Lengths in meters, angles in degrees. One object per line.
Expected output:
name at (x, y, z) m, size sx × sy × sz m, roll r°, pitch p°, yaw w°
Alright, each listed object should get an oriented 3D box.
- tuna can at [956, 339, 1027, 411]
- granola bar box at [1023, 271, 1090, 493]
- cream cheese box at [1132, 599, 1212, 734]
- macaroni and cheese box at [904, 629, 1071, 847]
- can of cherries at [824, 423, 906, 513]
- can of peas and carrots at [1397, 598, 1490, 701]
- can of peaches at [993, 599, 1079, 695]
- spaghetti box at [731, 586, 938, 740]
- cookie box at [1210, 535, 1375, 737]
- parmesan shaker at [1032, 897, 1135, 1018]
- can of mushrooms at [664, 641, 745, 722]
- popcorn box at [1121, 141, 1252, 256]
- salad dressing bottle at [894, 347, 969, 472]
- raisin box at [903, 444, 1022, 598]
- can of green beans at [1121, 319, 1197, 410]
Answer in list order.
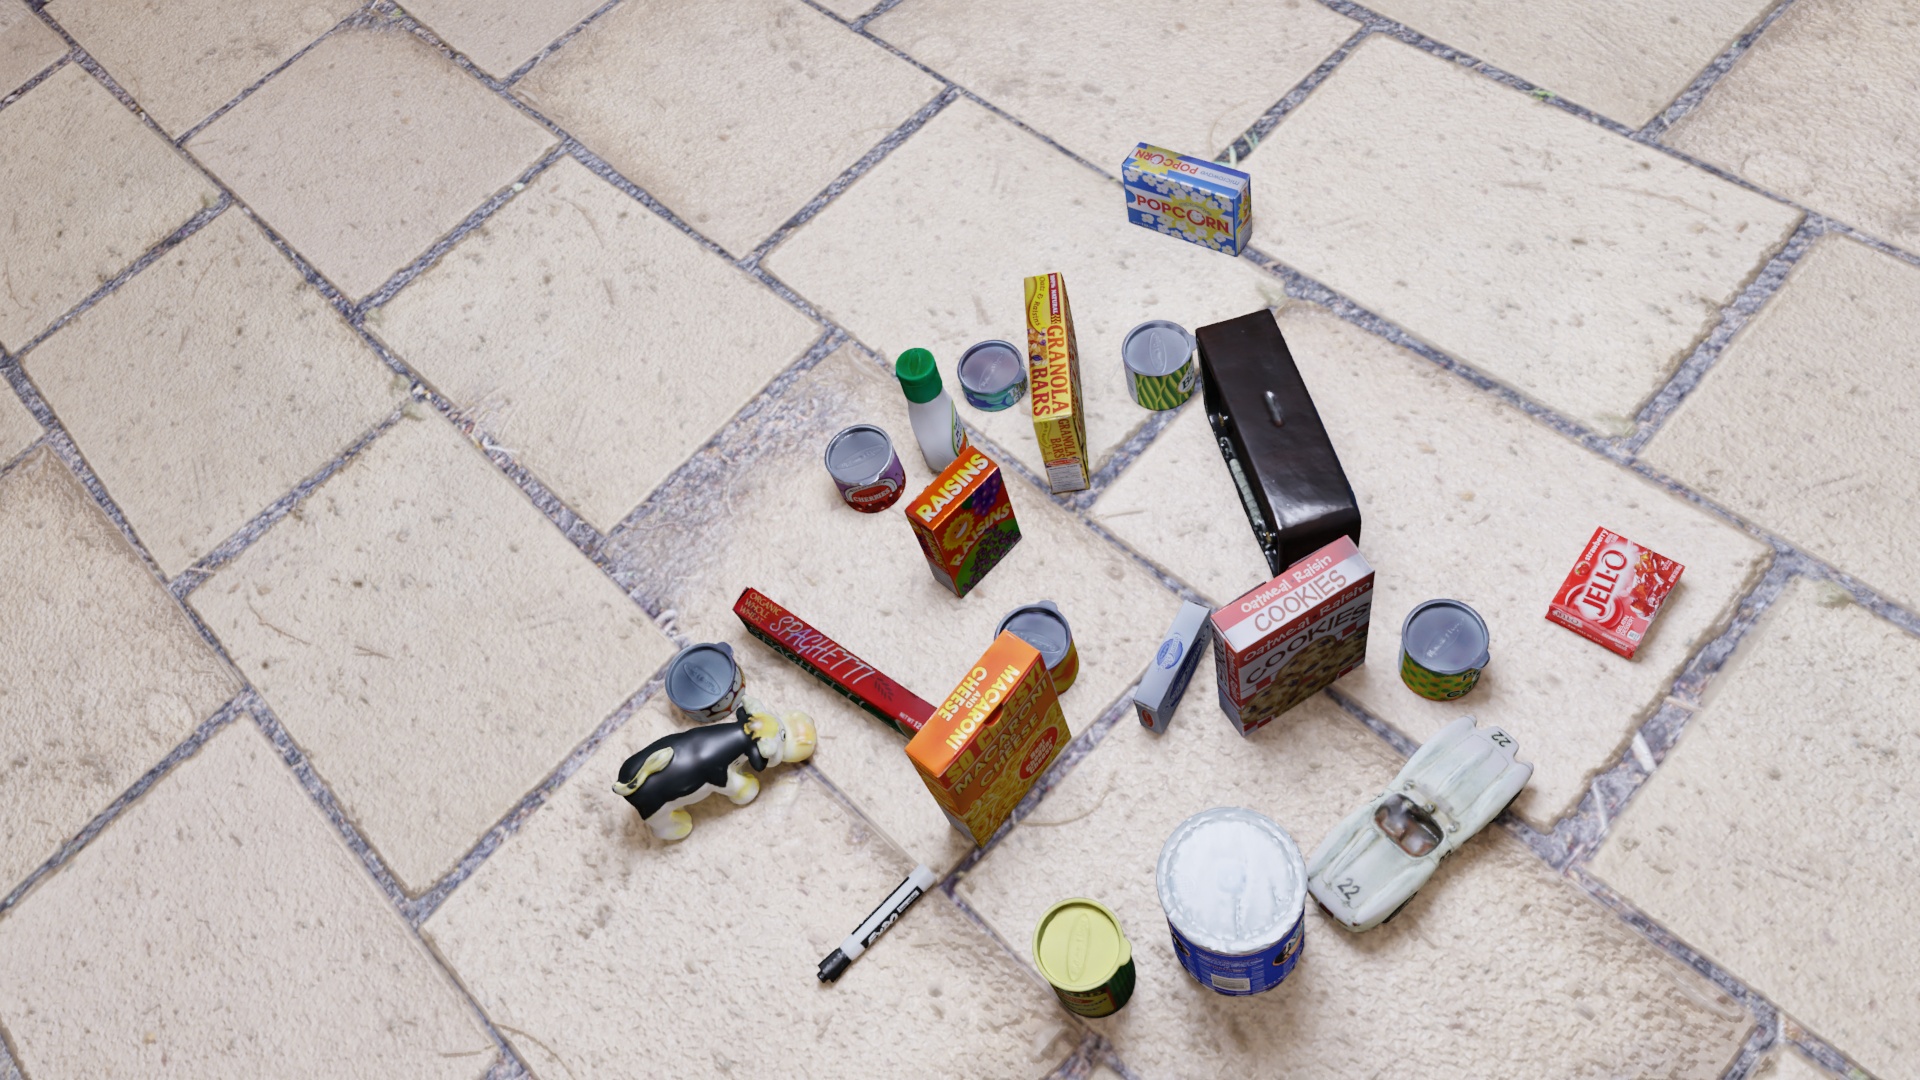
tuna can at (0.034, -0.161, 1.364) m, size 0.071 × 0.032 × 0.071 m, roll -6°, pitch 59°, yaw 10°
granola bar box at (0.090, -0.146, 1.288) m, size 0.039 × 0.123 × 0.166 m, roll -7°, pitch 59°, yaw 9°
cream cheese box at (0.178, 0.105, 1.160) m, size 0.024 × 0.053 × 0.104 m, roll 22°, pitch 67°, yaw 24°
macaroni and cheese box at (0.027, 0.160, 1.096) m, size 0.040 × 0.165 × 0.124 m, roll 32°, pitch 72°, yaw 27°
can of cherries at (-0.089, -0.066, 1.321) m, size 0.071 × 0.058 × 0.072 m, roll -6°, pitch 59°, yaw 10°
can of peas and carrots at (0.390, 0.090, 1.117) m, size 0.071 × 0.058 × 0.071 m, roll -6°, pitch 59°, yaw 10°
can of peaches at (0.067, 0.094, 1.190) m, size 0.071 × 0.057 × 0.071 m, roll -6°, pitch 59°, yaw 10°
spaghetti box at (-0.100, 0.117, 1.220) m, size 0.250 × 0.050 × 0.029 m, roll 30°, pitch 71°, yaw 26°
cookie box at (0.260, 0.078, 1.090) m, size 0.123 × 0.166 × 0.040 m, roll -31°, pitch 58°, yaw -6°
parmesan shaker at (0.096, 0.311, 1.028) m, size 0.071 × 0.102 × 0.071 m, roll -6°, pitch 59°, yaw 10°
can of mushrooms at (-0.228, 0.127, 1.253) m, size 0.071 × 0.033 × 0.071 m, roll -6°, pitch 59°, yaw 10°
popcorn box at (0.229, -0.343, 1.396) m, size 0.127 × 0.085 × 0.038 m, roll 25°, pitch 69°, yaw 25°
salad dressing bottle at (-0.026, -0.120, 1.286) m, size 0.044 × 0.147 × 0.064 m, roll -6°, pitch 59°, yaw 10°
raisin box at (0.004, -0.015, 1.231) m, size 0.086 × 0.123 × 0.040 m, roll -44°, pitch 60°, yaw -14°
can of green beans at (0.188, -0.166, 1.316) m, size 0.071 × 0.057 × 0.071 m, roll -6°, pitch 59°, yaw 10°
